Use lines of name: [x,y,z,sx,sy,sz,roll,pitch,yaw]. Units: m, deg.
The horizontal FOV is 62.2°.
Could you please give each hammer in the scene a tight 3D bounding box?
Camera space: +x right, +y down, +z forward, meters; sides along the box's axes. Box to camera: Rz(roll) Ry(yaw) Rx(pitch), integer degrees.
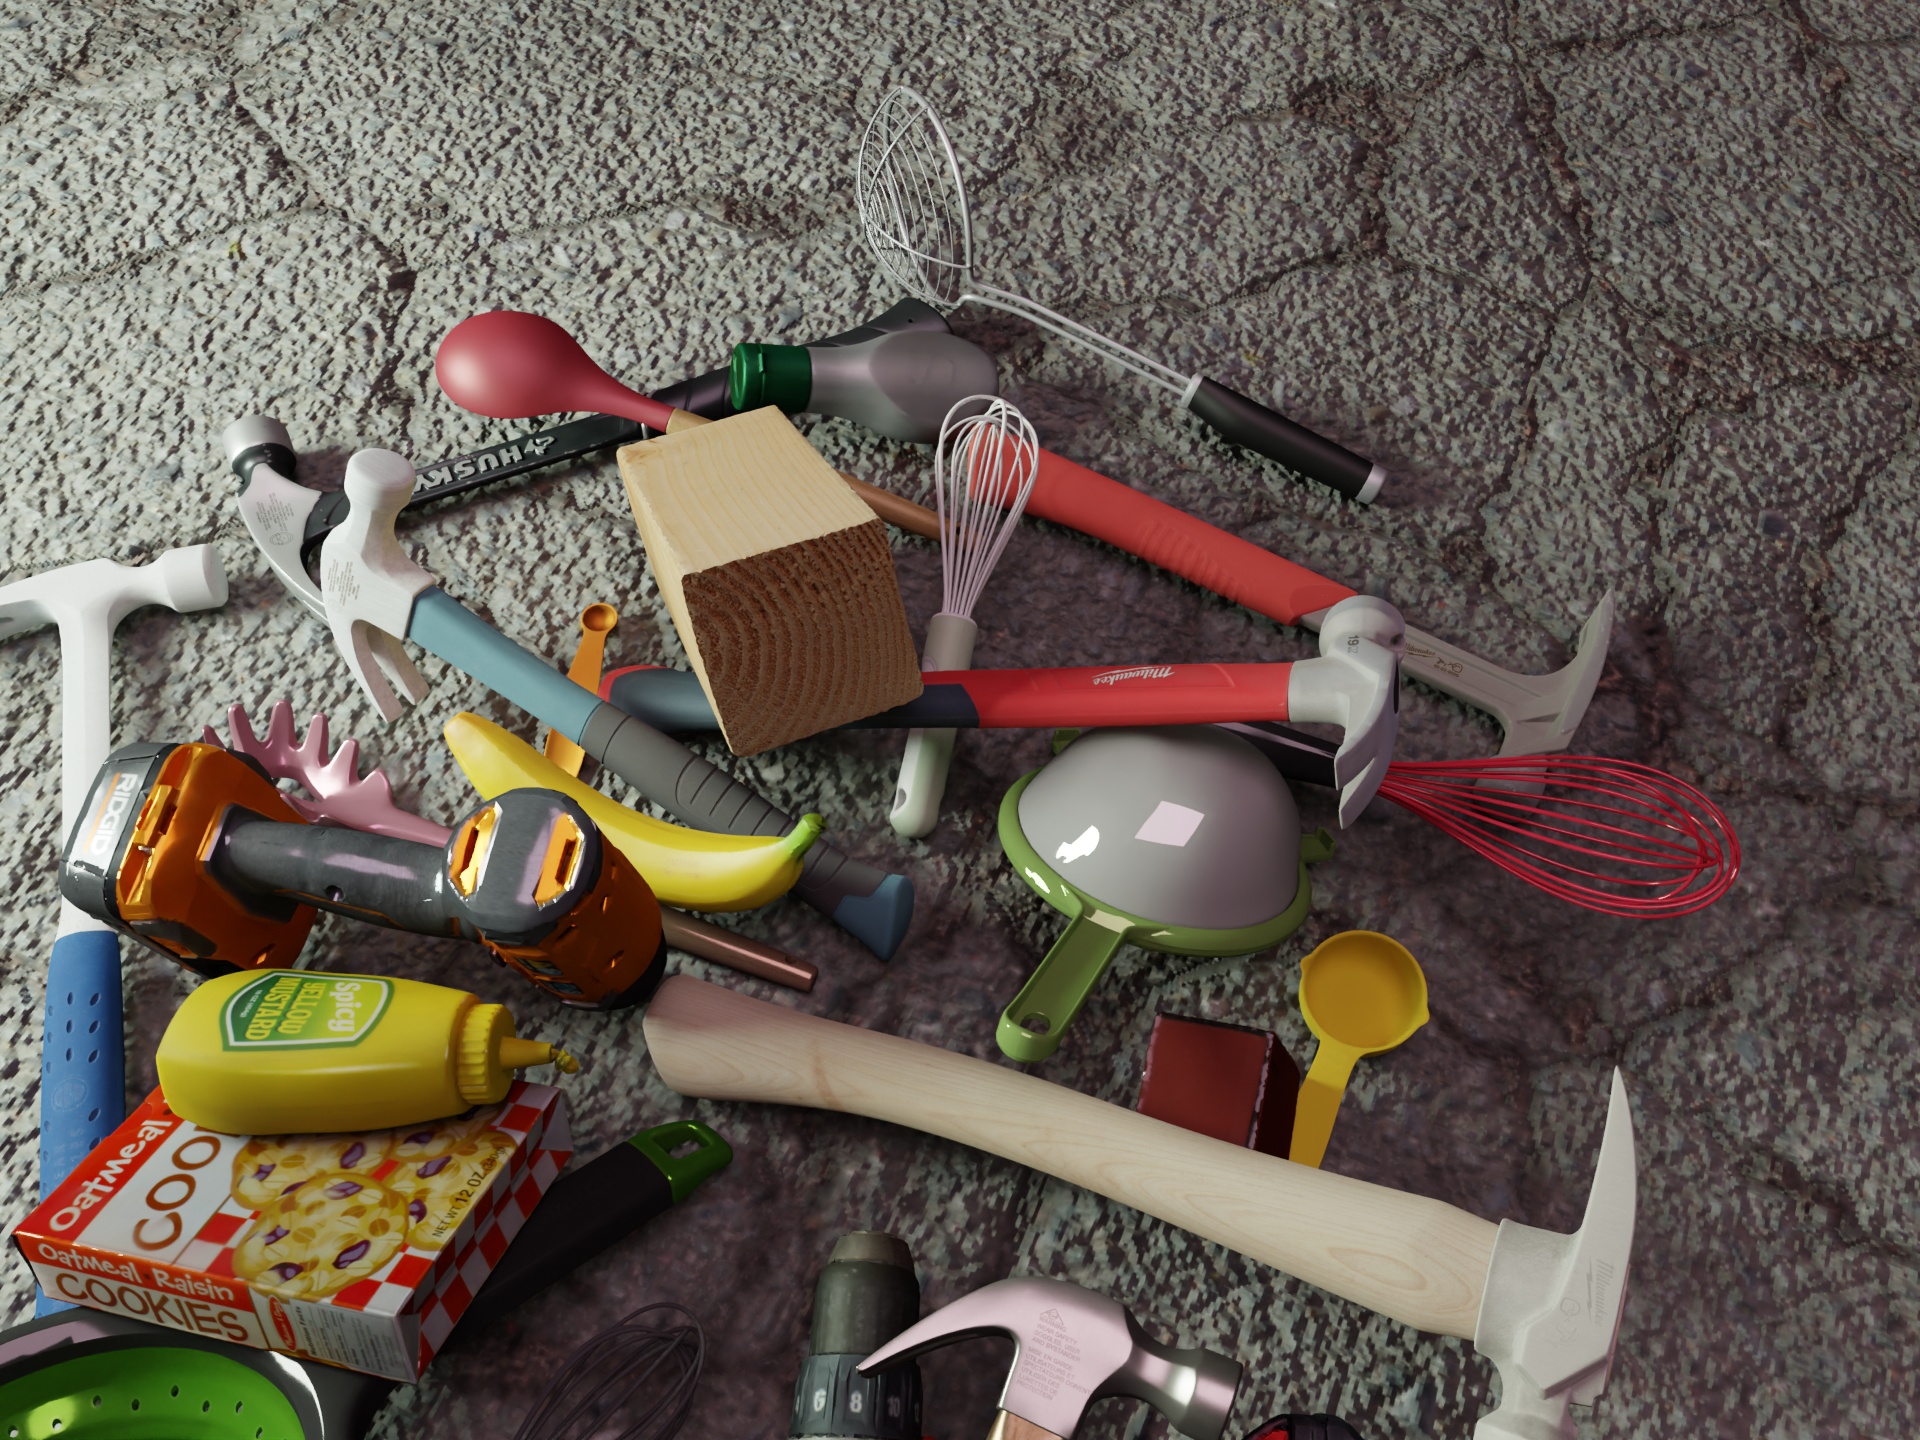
hammer: [-0.410,0.093,0.735,0.144,0.035,0.406,-12,61,-10]
hammer: [-0.001,-0.002,0.724,0.386,0.038,0.143,-1,29,21]
hammer: [-0.163,0.009,0.755,0.331,0.128,0.033,33,38,3]
hammer: [0.050,0.160,0.641,0.411,0.038,0.146,12,72,25]
hammer: [-0.193,-0.163,0.898,0.409,0.036,0.149,-20,63,-14]
hammer: [0.167,-0.083,0.866,0.359,0.036,0.149,27,62,12]
hammer: [-0.021,0.347,0.528,0.130,0.031,0.331,20,63,15]

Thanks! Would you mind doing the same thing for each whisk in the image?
whisk: [0.219,0.031,0.772,0.296,0.073,0.073,15,59,21]
whisk: [-0.002,-0.058,0.819,0.059,0.058,0.246,19,71,-22]
whisk: [-0.192,0.317,0.607,0.239,0.055,0.055,-40,69,-18]

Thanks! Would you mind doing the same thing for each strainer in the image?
strainer: [0.076,0.056,0.690,0.151,0.069,0.256,22,28,15]

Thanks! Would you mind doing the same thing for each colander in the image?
colander: [-0.250,0.283,0.603,0.397,0.094,0.205,-26,37,-36]

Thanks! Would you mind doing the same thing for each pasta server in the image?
pasta server: [-0.215,0.064,0.759,0.316,0.040,0.060,19,32,7]

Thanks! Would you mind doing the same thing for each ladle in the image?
ladle: [-0.134,-0.152,0.867,0.315,0.031,0.069,21,68,-5]

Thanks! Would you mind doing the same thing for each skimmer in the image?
skimmer: [0.093,-0.242,0.927,0.363,0.127,0.090,28,68,3]

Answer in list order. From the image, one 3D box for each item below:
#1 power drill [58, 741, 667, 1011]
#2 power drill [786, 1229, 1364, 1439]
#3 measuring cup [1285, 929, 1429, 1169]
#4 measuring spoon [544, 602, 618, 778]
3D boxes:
power drill: [-0.240,0.079,0.689,0.226,0.164,0.084,6,64,10]
power drill: [0.037,0.299,0.612,0.226,0.080,0.188,3,59,3]
measuring cup: [0.164,0.171,0.727,0.062,0.029,0.156,23,73,14]
measuring spoon: [-0.197,-0.009,0.822,0.021,0.011,0.117,7,63,1]
